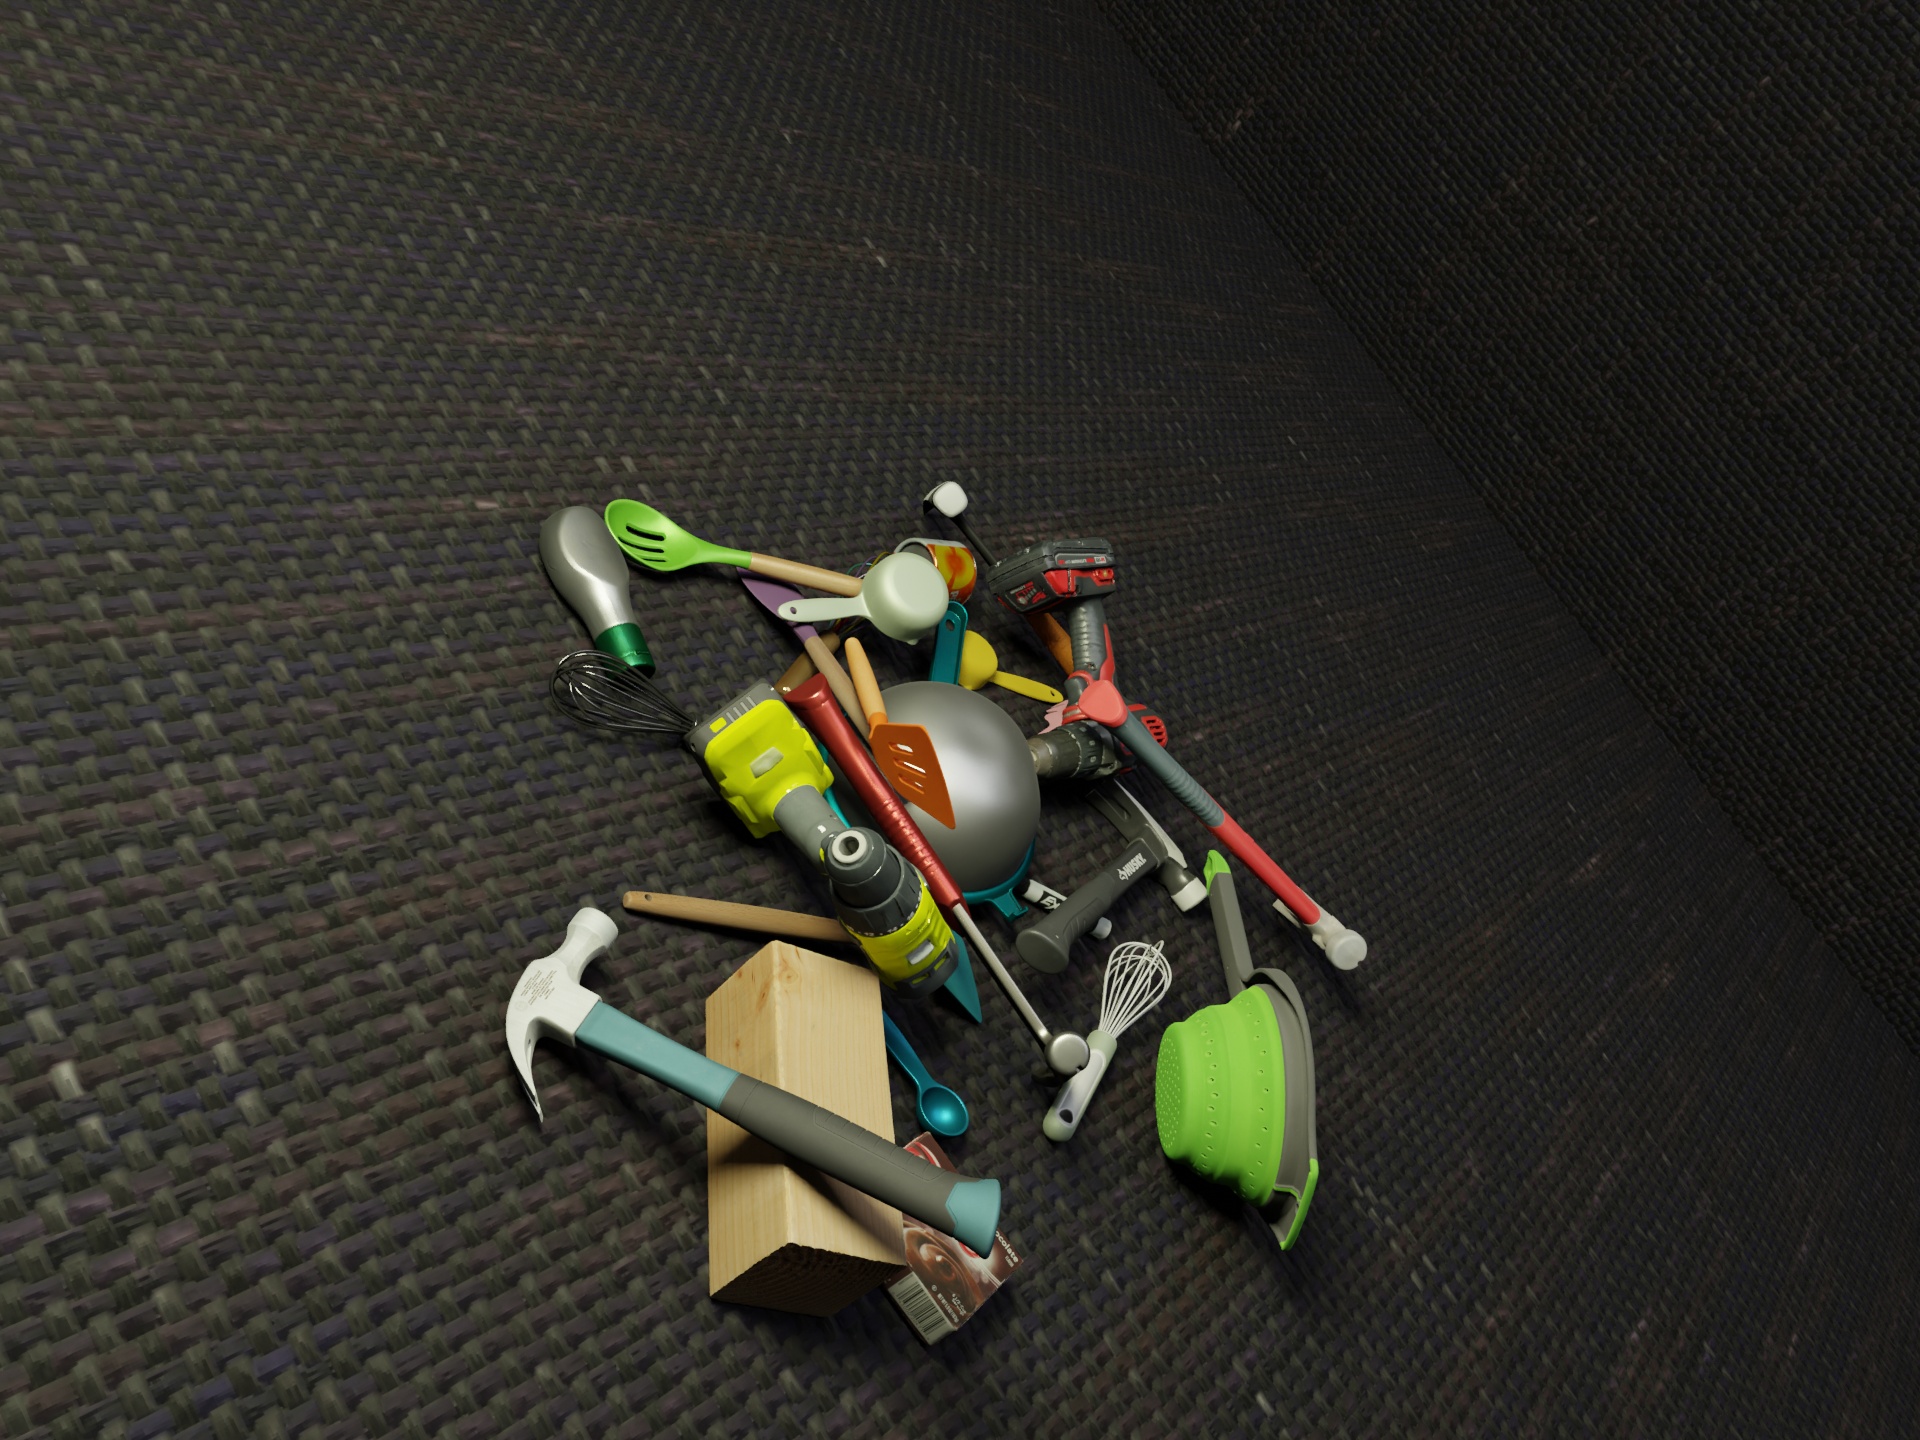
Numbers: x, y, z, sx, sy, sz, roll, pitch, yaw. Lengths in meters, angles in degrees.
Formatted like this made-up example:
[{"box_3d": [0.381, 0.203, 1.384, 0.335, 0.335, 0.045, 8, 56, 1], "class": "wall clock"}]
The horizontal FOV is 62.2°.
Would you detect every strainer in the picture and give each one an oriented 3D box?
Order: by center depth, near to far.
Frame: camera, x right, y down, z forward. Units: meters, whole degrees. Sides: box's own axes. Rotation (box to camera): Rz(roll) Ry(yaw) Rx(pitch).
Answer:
[{"box_3d": [-0.002, -0.004, 1.363, 0.211, 0.095, 0.341, 25, 44, -18], "class": "strainer"}]

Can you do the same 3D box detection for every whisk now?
[{"box_3d": [-0.206, 0.008, 1.205, 0.238, 0.055, 0.055, 26, 39, -36], "class": "whisk"}, {"box_3d": [0.121, 0.260, 1.311, 0.058, 0.059, 0.246, 36, 38, 3], "class": "whisk"}, {"box_3d": [-0.109, -0.085, 1.408, 0.051, 0.047, 0.245, 37, 38, -3], "class": "whisk"}]

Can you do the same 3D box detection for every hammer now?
[{"box_3d": [-0.124, 0.226, 0.944, 0.331, 0.033, 0.128, 22, 51, 14], "class": "hammer"}, {"box_3d": [-0.021, 0.120, 1.207, 0.037, 0.149, 0.359, -33, 81, -12], "class": "hammer"}, {"box_3d": [0.122, 0.146, 1.398, 0.146, 0.035, 0.335, 53, 26, 6], "class": "hammer"}, {"box_3d": [0.238, 0.091, 1.506, 0.386, 0.038, 0.143, 44, 2, -25], "class": "hammer"}, {"box_3d": [0.078, -0.102, 1.612, 0.337, 0.034, 0.127, 51, -2, -8], "class": "hammer"}]

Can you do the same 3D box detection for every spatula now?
[{"box_3d": [-0.106, 0.163, 1.179, 0.317, 0.044, 0.082, 15, 44, -33], "class": "spatula"}, {"box_3d": [-0.057, -0.010, 1.214, 0.323, 0.041, 0.081, -116, -171, -67], "class": "spatula"}, {"box_3d": [-0.114, -0.050, 1.320, 0.059, 0.018, 0.316, 7, 35, -41], "class": "spatula"}]

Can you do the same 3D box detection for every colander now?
[{"box_3d": [0.210, 0.252, 1.352, 0.094, 0.204, 0.398, 3, 38, -5], "class": "colander"}]

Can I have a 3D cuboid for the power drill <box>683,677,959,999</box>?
[{"box_3d": [-0.097, 0.077, 1.111, 0.229, 0.080, 0.190, 46, -11, 32], "class": "power drill"}]

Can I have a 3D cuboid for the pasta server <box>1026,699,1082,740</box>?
[{"box_3d": [0.050, 0.035, 1.480, 0.060, 0.040, 0.316, 54, 38, 9], "class": "pasta server"}]

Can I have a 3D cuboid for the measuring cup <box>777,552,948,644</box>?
[{"box_3d": [-0.080, -0.105, 1.366, 0.167, 0.038, 0.083, -9, 74, -40], "class": "measuring cup"}]

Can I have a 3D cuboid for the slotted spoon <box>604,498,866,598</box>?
[{"box_3d": [-0.159, -0.129, 1.367, 0.313, 0.031, 0.070, 12, 47, -28], "class": "slotted spoon"}]

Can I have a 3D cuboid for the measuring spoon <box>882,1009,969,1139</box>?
[{"box_3d": [-0.042, 0.255, 1.166, 0.042, 0.021, 0.129, -10, 55, -51], "class": "measuring spoon"}]

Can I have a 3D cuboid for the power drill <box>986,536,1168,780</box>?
[{"box_3d": [0.099, -0.051, 1.493, 0.188, 0.080, 0.227, -10, 81, -47], "class": "power drill"}]

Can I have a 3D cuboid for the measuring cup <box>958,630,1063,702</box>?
[{"box_3d": [0.048, -0.048, 1.554, 0.156, 0.029, 0.062, 18, 44, -35], "class": "measuring cup"}]
